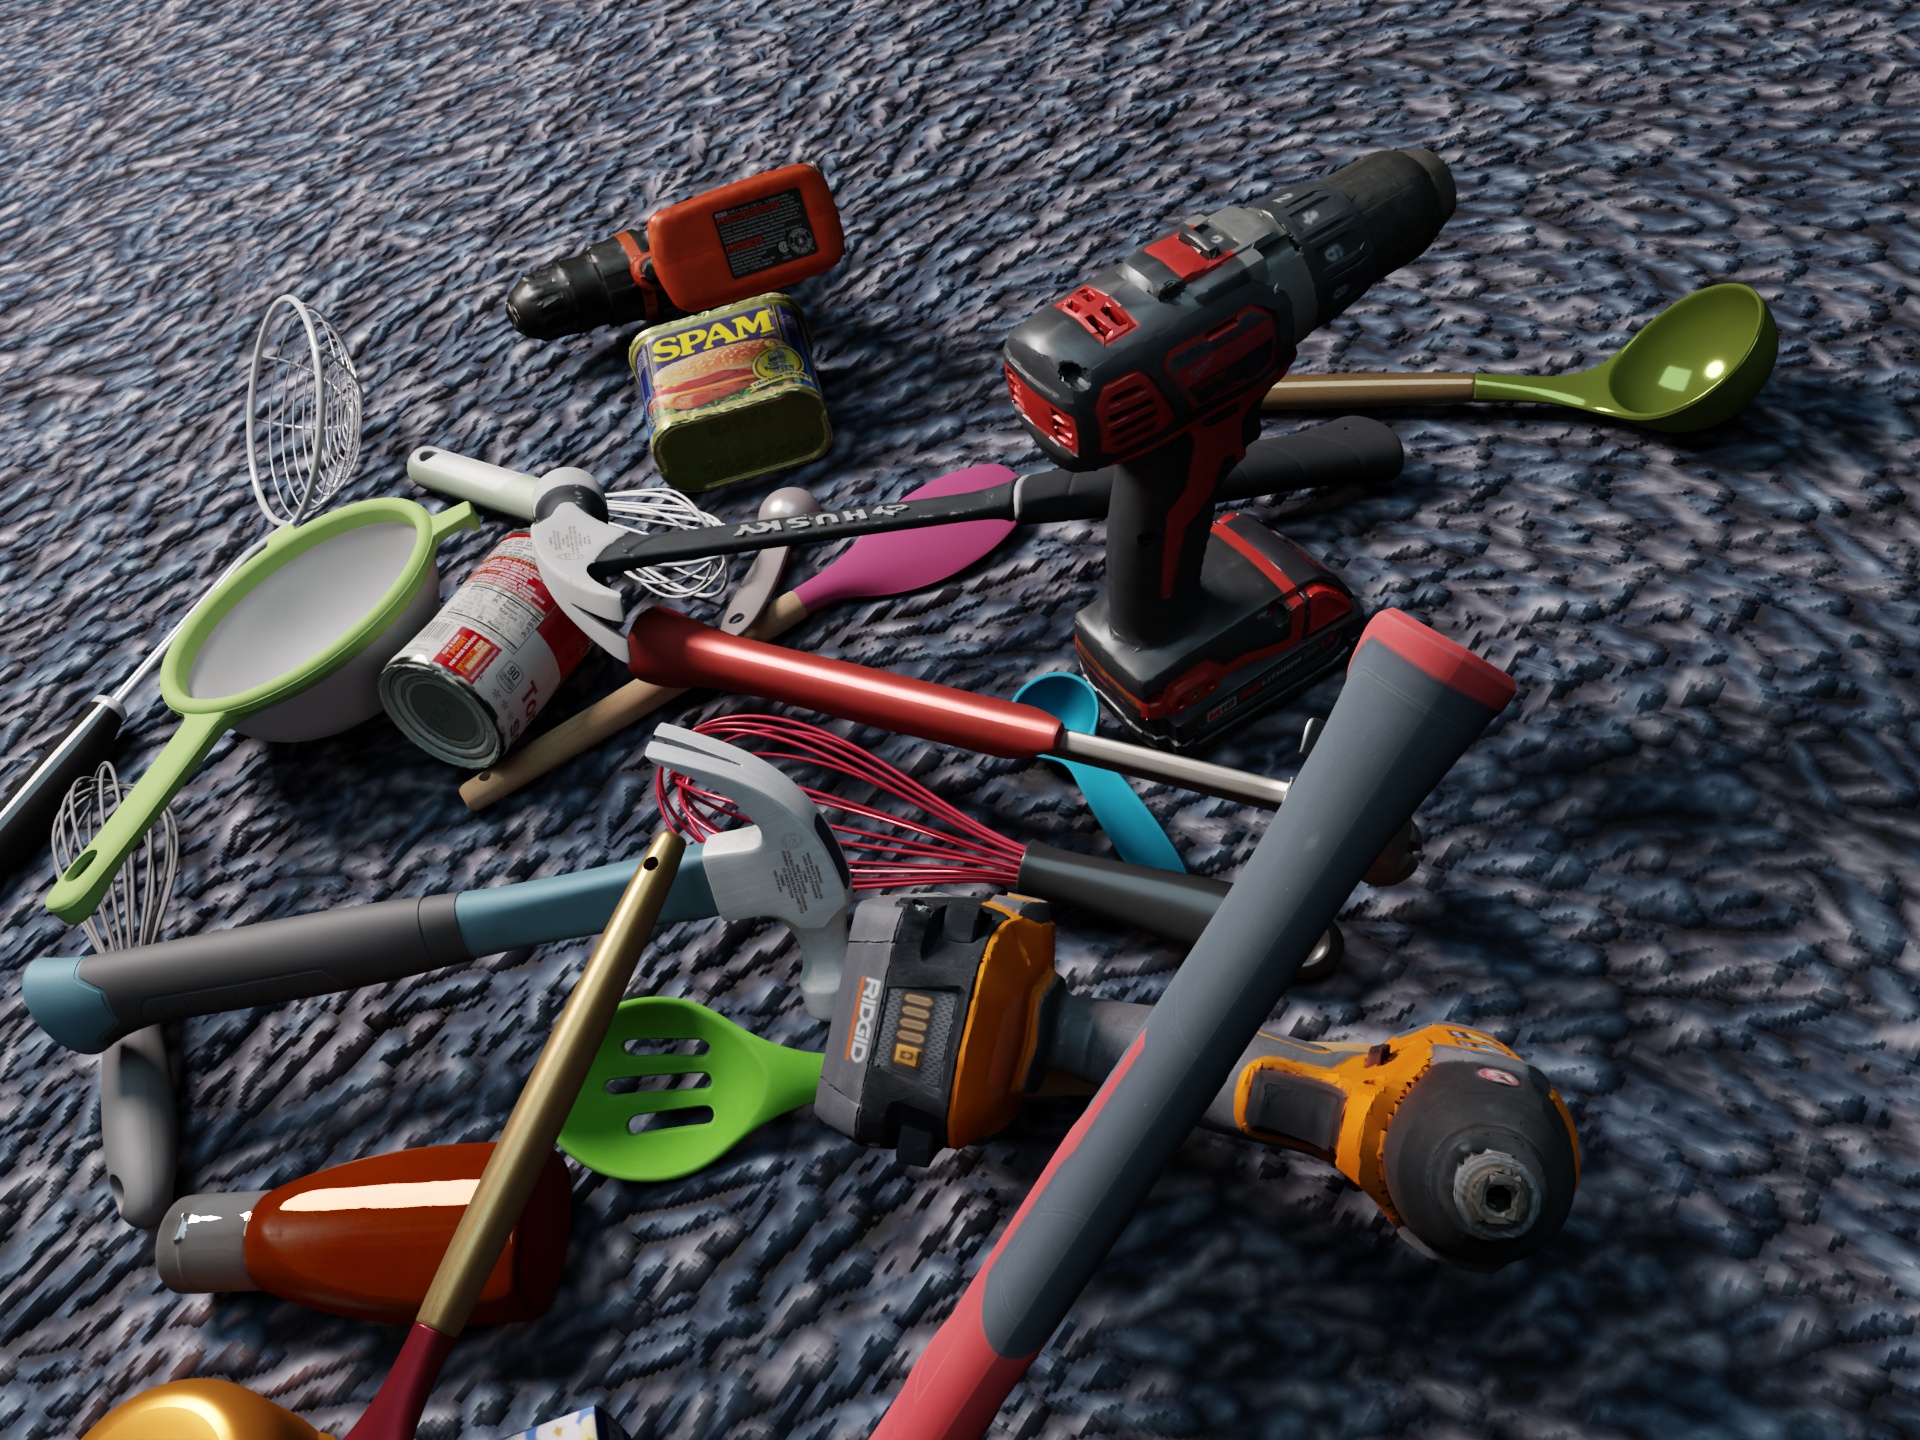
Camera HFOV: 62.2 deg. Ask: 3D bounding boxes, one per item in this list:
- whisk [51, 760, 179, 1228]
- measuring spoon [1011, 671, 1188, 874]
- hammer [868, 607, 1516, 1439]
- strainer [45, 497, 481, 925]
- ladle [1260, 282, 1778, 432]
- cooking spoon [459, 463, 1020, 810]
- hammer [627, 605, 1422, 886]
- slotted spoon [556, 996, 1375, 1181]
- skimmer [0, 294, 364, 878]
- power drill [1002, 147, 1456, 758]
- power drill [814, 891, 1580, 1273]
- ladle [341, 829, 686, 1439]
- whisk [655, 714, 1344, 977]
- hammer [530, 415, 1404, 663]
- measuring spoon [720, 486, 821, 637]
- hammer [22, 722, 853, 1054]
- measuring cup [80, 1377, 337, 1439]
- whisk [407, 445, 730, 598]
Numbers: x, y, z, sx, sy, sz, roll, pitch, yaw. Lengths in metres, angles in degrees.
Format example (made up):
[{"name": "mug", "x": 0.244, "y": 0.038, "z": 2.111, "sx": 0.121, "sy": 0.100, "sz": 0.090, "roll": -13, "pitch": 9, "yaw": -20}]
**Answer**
[{"name": "whisk", "x": -0.366, "y": 0.113, "z": 0.695, "sx": 0.055, "sy": 0.055, "sz": 0.239, "roll": -23, "pitch": 54, "yaw": -6}, {"name": "measuring spoon", "x": 0.064, "y": 0.033, "z": 0.685, "sx": 0.042, "sy": 0.021, "sz": 0.129, "roll": -34, "pitch": 60, "yaw": 2}, {"name": "hammer", "x": 0.015, "y": 0.146, "z": 0.392, "sx": 0.038, "sy": 0.143, "sz": 0.386, "roll": 31, "pitch": 102, "yaw": 1}, {"name": "strainer", "x": -0.325, "y": 0.002, "z": 0.752, "sx": 0.151, "sy": 0.069, "sz": 0.256, "roll": -2, "pitch": 48, "yaw": 30}, {"name": "ladle", "x": 0.228, "y": -0.175, "z": 0.791, "sx": 0.320, "sy": 0.062, "sz": 0.078, "roll": 2, "pitch": 51, "yaw": 18}, {"name": "cooking spoon", "x": -0.101, "y": -0.045, "z": 0.781, "sx": 0.319, "sy": 0.017, "sz": 0.069, "roll": -32, "pitch": 49, "yaw": -14}, {"name": "hammer", "x": -0.001, "y": -0.002, "z": 0.643, "sx": 0.359, "sy": 0.149, "sz": 0.037, "roll": 14, "pitch": 82, "yaw": 31}, {"name": "slotted spoon", "x": -0.002, "y": 0.135, "z": 0.601, "sx": 0.314, "sy": 0.031, "sz": 0.070, "roll": -3, "pitch": 85, "yaw": 6}, {"name": "skimmer", "x": -0.430, "y": -0.071, "z": 0.831, "sx": 0.127, "sy": 0.090, "sz": 0.363, "roll": -13, "pitch": 42, "yaw": 49}, {"name": "power drill", "x": 0.117, "y": -0.108, "z": 0.646, "sx": 0.188, "sy": 0.226, "sz": 0.080, "roll": -32, "pitch": 51, "yaw": -13}, {"name": "power drill", "x": 0.076, "y": 0.113, "z": 0.501, "sx": 0.226, "sy": 0.164, "sz": 0.084, "roll": 11, "pitch": 87, "yaw": 12}, {"name": "ladle", "x": -0.163, "y": 0.176, "z": 0.529, "sx": 0.069, "sy": 0.031, "sz": 0.315, "roll": 15, "pitch": 66, "yaw": 18}, {"name": "whisk", "x": 0.008, "y": 0.056, "z": 0.650, "sx": 0.296, "sy": 0.073, "sz": 0.073, "roll": 14, "pitch": 55, "yaw": 15}, {"name": "hammer", "x": 0.012, "y": -0.099, "z": 0.733, "sx": 0.409, "sy": 0.036, "sz": 0.149, "roll": -9, "pitch": 31, "yaw": -11}, {"name": "measuring spoon", "x": -0.100, "y": -0.082, "z": 0.797, "sx": 0.034, "sy": 0.018, "sz": 0.124, "roll": -8, "pitch": 38, "yaw": 20}, {"name": "hammer", "x": -0.207, "y": 0.085, "z": 0.630, "sx": 0.331, "sy": 0.128, "sz": 0.033, "roll": -11, "pitch": 20, "yaw": 4}, {"name": "measuring cup", "x": -0.239, "y": 0.291, "z": 0.511, "sx": 0.095, "sy": 0.052, "sz": 0.174, "roll": -35, "pitch": 50, "yaw": -16}, {"name": "whisk", "x": -0.213, "y": -0.113, "z": 0.846, "sx": 0.246, "sy": 0.059, "sz": 0.058, "roll": 19, "pitch": 45, "yaw": 31}]
